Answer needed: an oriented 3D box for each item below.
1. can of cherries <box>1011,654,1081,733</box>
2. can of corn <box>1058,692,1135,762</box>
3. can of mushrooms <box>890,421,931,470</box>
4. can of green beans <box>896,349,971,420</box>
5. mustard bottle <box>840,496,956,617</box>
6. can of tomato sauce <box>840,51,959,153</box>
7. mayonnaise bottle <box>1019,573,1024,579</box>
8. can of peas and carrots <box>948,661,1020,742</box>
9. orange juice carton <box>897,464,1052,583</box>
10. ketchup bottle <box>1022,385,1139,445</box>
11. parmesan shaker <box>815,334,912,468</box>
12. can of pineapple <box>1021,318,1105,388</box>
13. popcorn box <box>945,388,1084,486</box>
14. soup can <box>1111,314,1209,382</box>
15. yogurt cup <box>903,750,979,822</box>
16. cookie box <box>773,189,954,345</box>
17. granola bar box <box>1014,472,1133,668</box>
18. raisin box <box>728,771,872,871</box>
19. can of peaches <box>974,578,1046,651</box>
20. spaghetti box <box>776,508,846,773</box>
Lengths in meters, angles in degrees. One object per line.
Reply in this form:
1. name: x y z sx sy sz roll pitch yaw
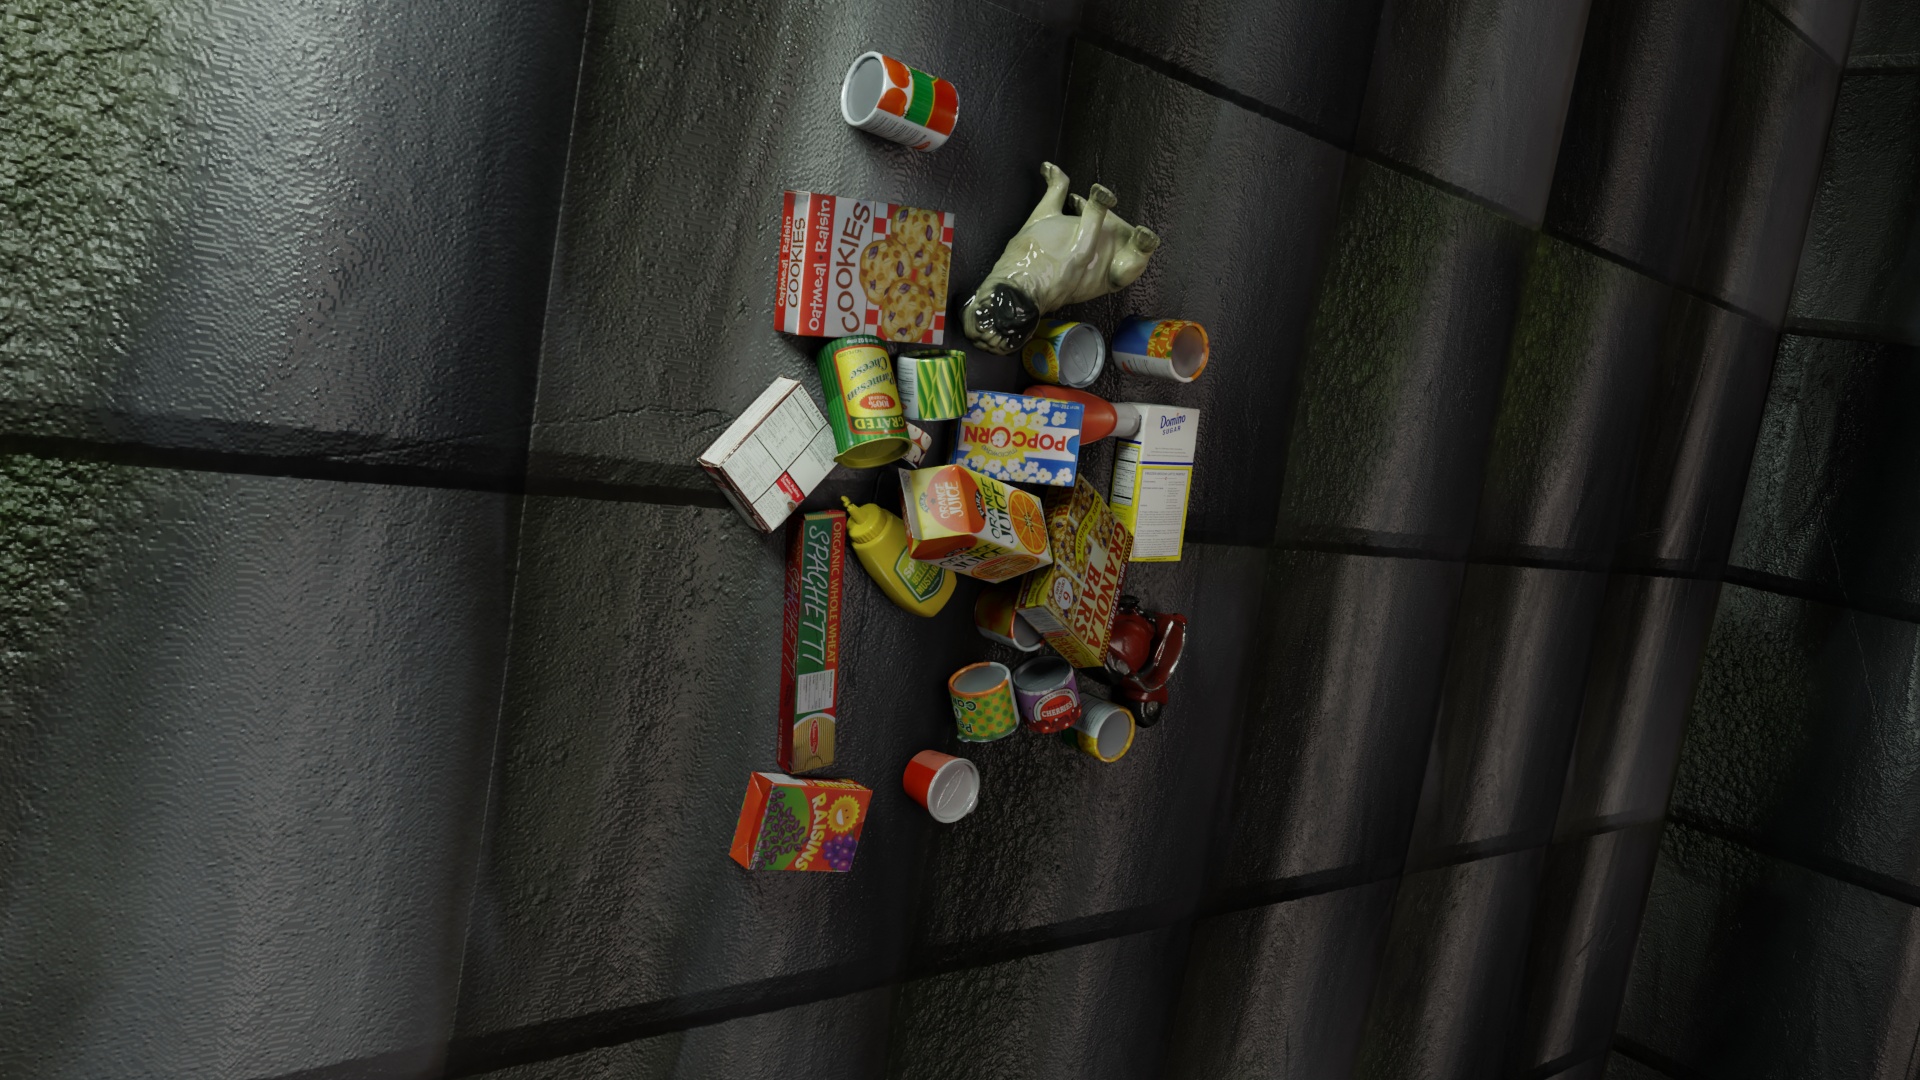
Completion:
1. can of cherries: 0.094 0.167 1.496 0.072 0.071 0.058 -33 122 -31
2. can of corn: 0.156 0.213 1.571 0.071 0.058 0.071 -12 110 -38
3. can of mushrooms: -0.061 -0.092 1.294 0.071 0.071 0.033 31 80 -42
4. can of green beans: -0.026 -0.147 1.310 0.071 0.071 0.057 -14 110 -38
5. mustard bottle: -0.066 0.010 1.328 0.160 0.049 0.065 47 67 -39
6. can of tomato sauce: -0.054 -0.387 1.223 0.083 0.071 0.071 8 96 -42
7. mayonnaise bottle: 0.087 0.024 1.473 0.147 0.041 0.065 49 60 -36
8. can of peas and carrots: 0.022 0.167 1.437 0.071 0.071 0.058 -28 118 -33
9. orange juice carton: 0.005 -0.017 1.328 0.192 0.073 0.072 18 55 -53
10. ketchup bottle: 0.127 -0.129 1.465 0.149 0.043 0.064 -2 103 -41
11. parmesan shaker: -0.089 -0.123 1.233 0.071 0.071 0.103 0 68 -41
12. can of pineapple: 0.103 -0.191 1.417 0.071 0.058 0.070 -12 109 -38
13. popcorn box: 0.053 -0.102 1.376 0.127 0.038 0.085 5 98 -14
14. soup can: 0.216 -0.209 1.494 0.071 0.084 0.071 -12 109 -39
15. yogurt cup: -0.022 0.249 1.427 0.072 0.054 0.072 -12 109 -39
16. cookie box: -0.086 -0.243 1.251 0.168 0.040 0.122 -3 103 -42
17. granola bar box: 0.123 0.031 1.447 0.124 0.039 0.166 45 50 -39
18. raisin box: -0.151 0.270 1.330 0.123 0.040 0.086 15 91 -43
19. can of peaches: 0.058 0.076 1.449 0.071 0.058 0.071 -13 110 -38
20. spaghetti box: -0.139 0.093 1.300 0.050 0.029 0.249 -6 105 -40
